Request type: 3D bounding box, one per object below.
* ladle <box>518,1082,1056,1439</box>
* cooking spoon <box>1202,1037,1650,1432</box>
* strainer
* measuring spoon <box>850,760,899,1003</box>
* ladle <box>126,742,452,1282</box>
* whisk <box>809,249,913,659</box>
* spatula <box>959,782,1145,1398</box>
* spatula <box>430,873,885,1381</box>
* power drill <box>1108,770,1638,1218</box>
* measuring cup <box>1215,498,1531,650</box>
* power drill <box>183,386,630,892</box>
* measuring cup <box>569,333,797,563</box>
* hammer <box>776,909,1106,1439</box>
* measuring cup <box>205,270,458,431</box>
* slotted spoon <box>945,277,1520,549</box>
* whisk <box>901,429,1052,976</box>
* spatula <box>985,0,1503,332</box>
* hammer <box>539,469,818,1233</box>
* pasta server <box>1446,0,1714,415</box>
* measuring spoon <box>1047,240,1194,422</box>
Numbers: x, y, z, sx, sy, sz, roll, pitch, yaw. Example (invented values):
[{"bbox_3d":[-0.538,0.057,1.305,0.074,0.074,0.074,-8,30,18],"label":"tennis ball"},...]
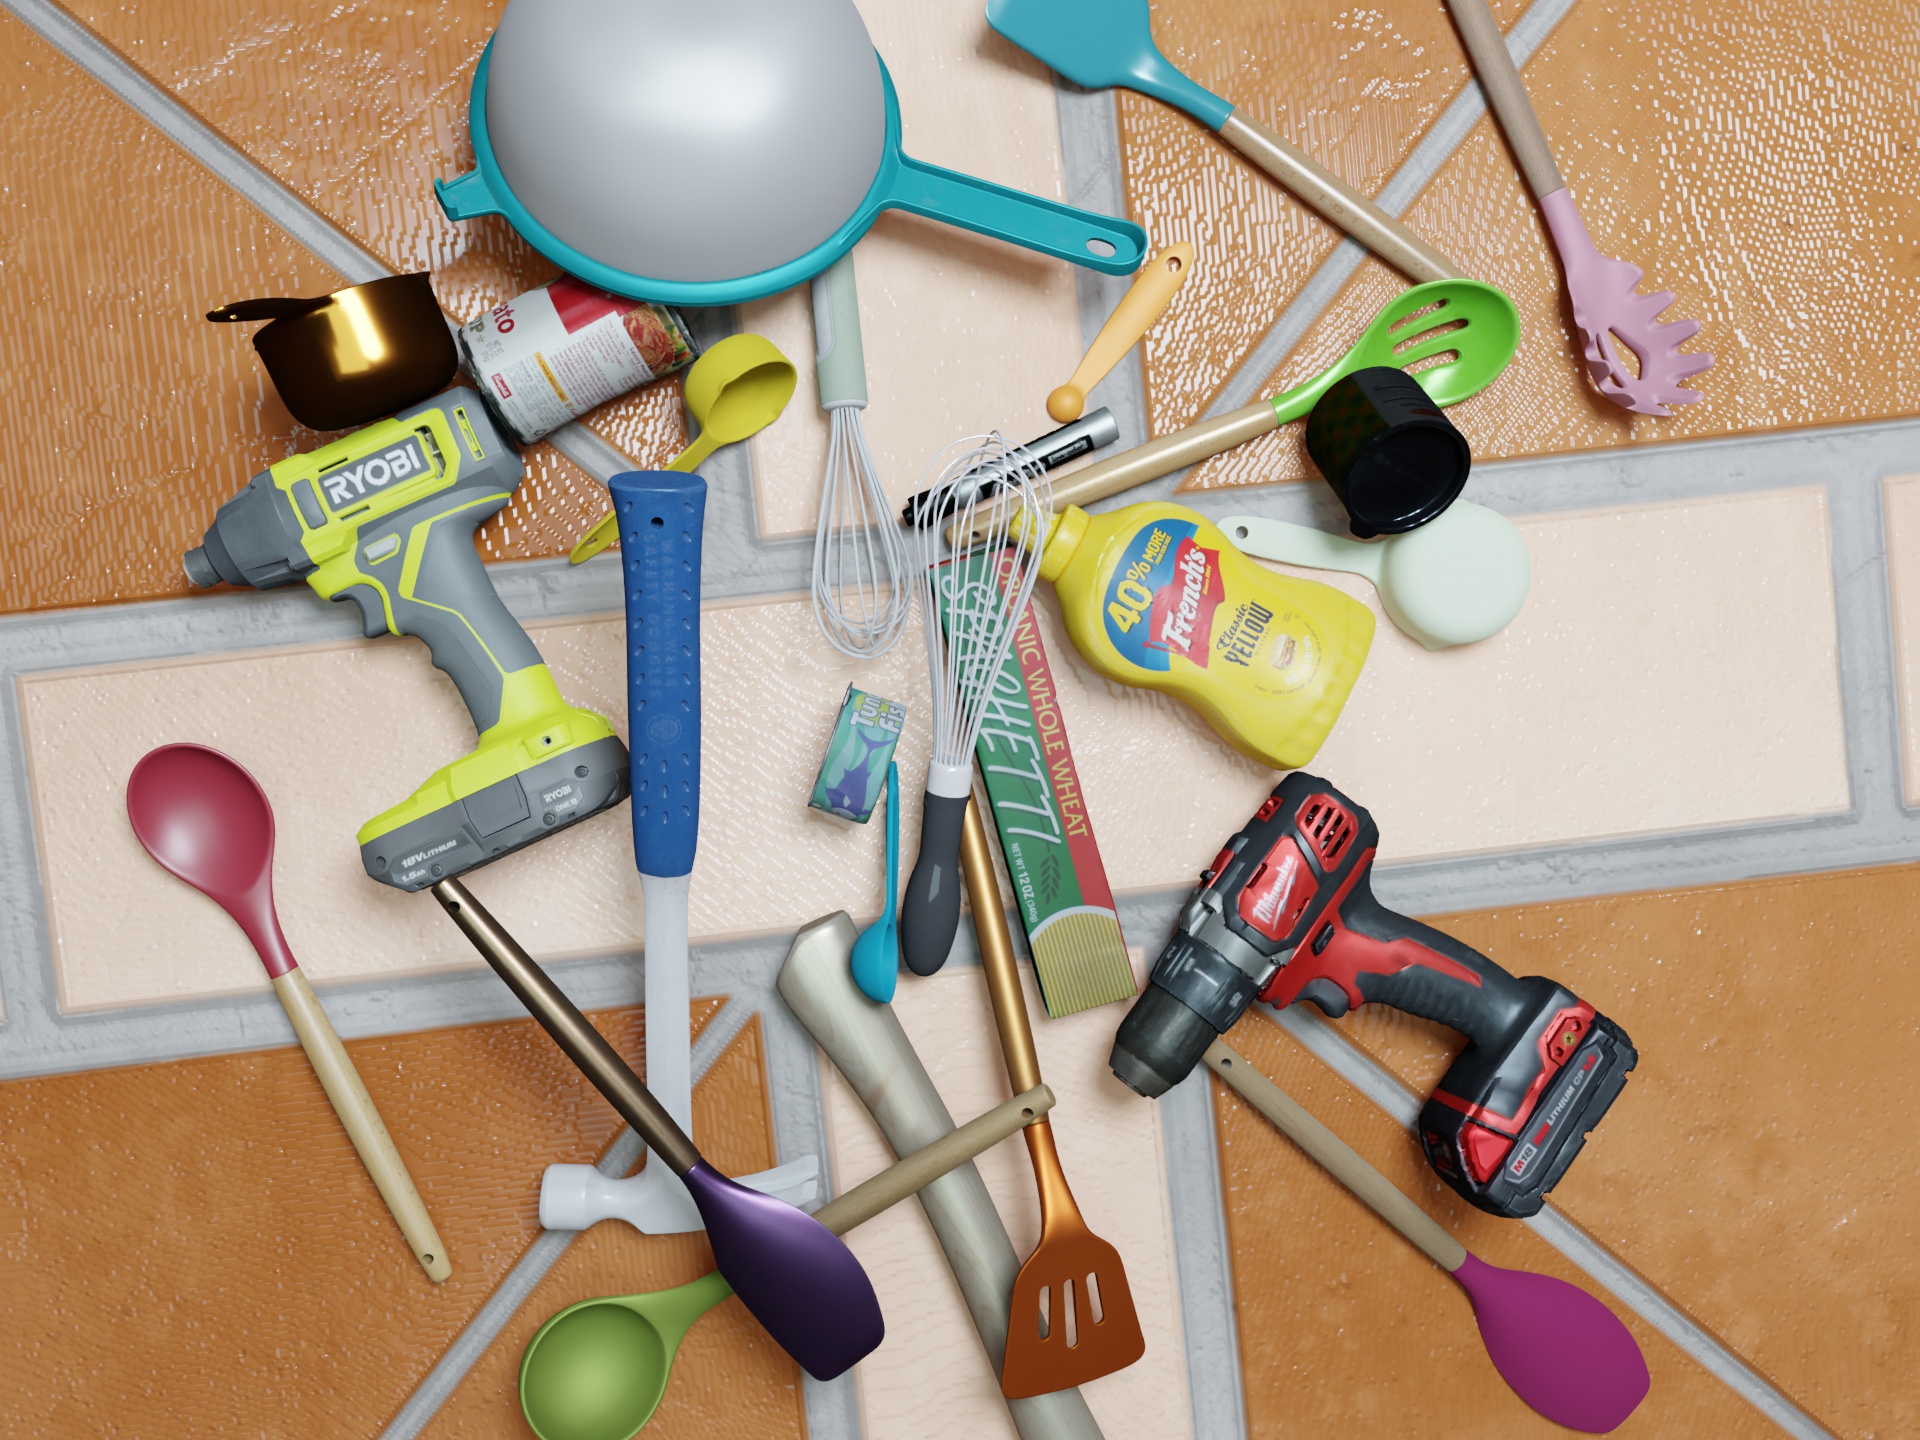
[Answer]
[{"bbox_3d":[-0.088,0.274,0.808,0.320,0.062,0.078,-33,102,10],"label":"ladle"},{"bbox_3d":[0.251,0.277,0.864,0.319,0.017,0.069,41,91,-4],"label":"cooking spoon"},{"bbox_3d":[-0.068,-0.290,0.749,0.340,0.095,0.211,17,70,0],"label":"strainer"},{"bbox_3d":[-0.044,0.082,0.825,0.021,0.042,0.129,-2,70,8],"label":"measuring spoon"},{"bbox_3d":[-0.341,0.155,0.833,0.069,0.031,0.315,-25,95,2],"label":"ladle"},{"bbox_3d":[-0.060,-0.154,0.819,0.059,0.058,0.246,-5,89,-36],"label":"whisk"},{"bbox_3d":[0.030,0.185,0.829,0.081,0.041,0.323,-10,81,-17],"label":"spatula"},{"bbox_3d":[-0.146,0.196,0.773,0.060,0.018,0.316,-39,97,5],"label":"spatula"},{"bbox_3d":[0.205,0.161,0.822,0.226,0.080,0.188,37,84,0],"label":"power drill"},{"bbox_3d":[0.218,-0.085,0.833,0.167,0.038,0.083,11,93,-5],"label":"measuring cup"},{"bbox_3d":[-0.275,-0.034,0.803,0.171,0.080,0.223,-24,90,-1],"label":"power drill"},{"bbox_3d":[-0.151,-0.140,0.819,0.156,0.062,0.029,-40,74,12],"label":"measuring cup"},{"bbox_3d":[0.022,0.287,0.848,0.146,0.038,0.410,-25,93,-2],"label":"hammer"},{"bbox_3d":[-0.290,-0.165,0.730,0.095,0.174,0.052,-22,102,7],"label":"measuring cup"},{"bbox_3d":[0.139,-0.154,0.832,0.314,0.031,0.070,-22,122,2],"label":"slotted spoon"},{"bbox_3d":[-0.001,-0.003,0.796,0.070,0.070,0.284,7,106,-2],"label":"whisk"},{"bbox_3d":[0.160,-0.296,0.819,0.317,0.044,0.082,34,89,-4],"label":"spatula"},{"bbox_3d":[-0.137,0.081,0.771,0.144,0.035,0.405,2,113,-4],"label":"hammer"},{"bbox_3d":[0.301,-0.302,0.827,0.060,0.040,0.316,-26,92,-13],"label":"pasta server"},{"bbox_3d":[0.086,-0.205,0.836,0.021,0.011,0.117,38,91,-3],"label":"measuring spoon"}]
